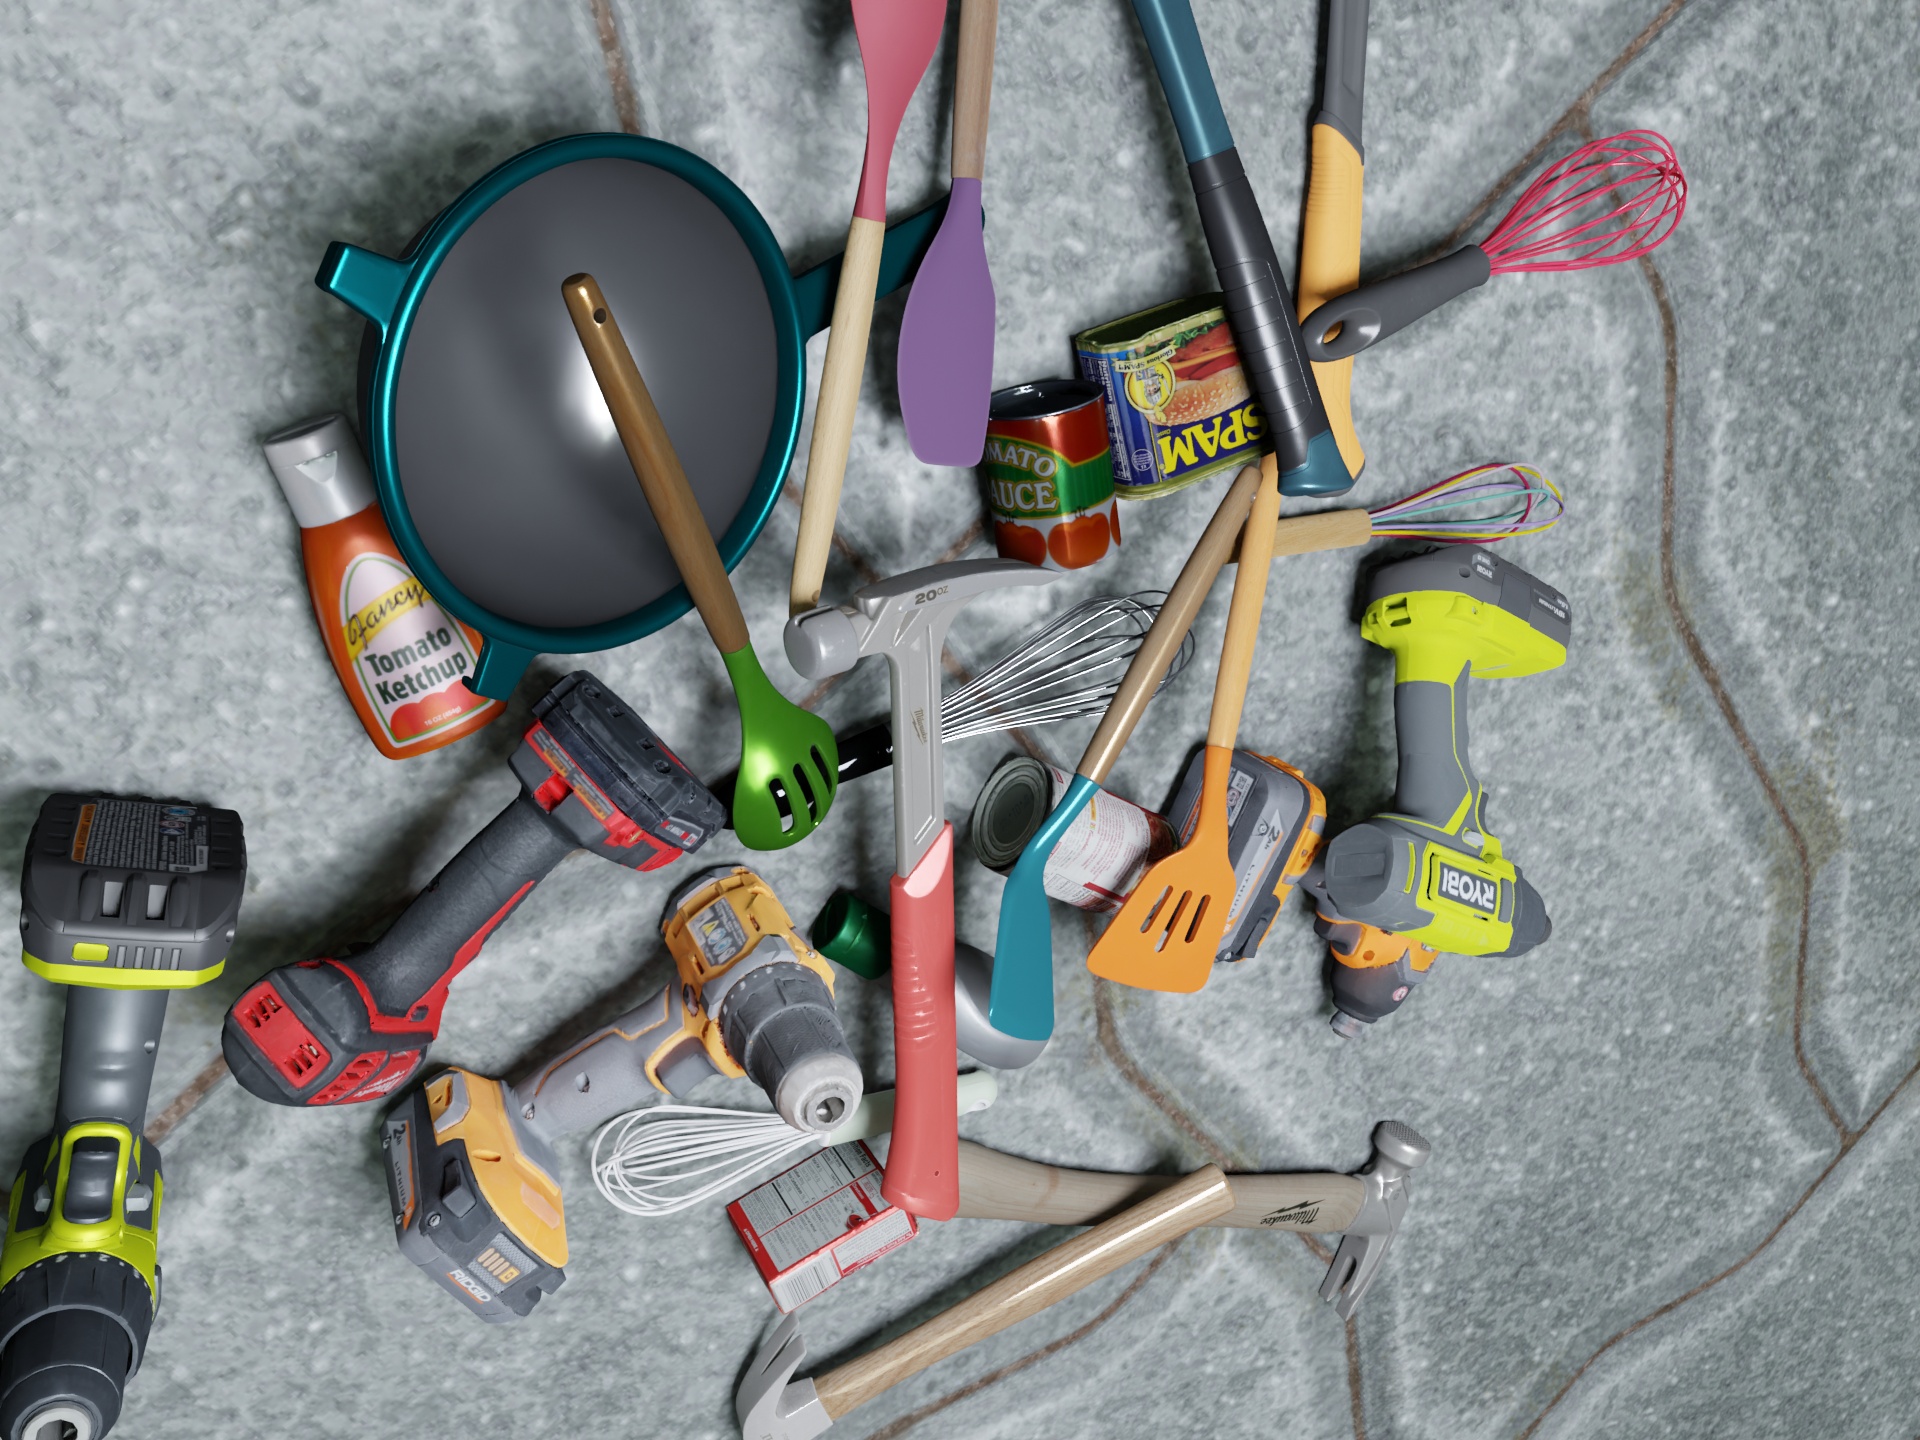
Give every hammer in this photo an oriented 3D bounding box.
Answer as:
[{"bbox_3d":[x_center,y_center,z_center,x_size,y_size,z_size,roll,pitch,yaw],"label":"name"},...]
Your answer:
[{"bbox_3d":[-0.012,0.098,0.814,0.149,0.037,0.358,-18,118,-36],"label":"hammer"},{"bbox_3d":[0.196,-0.285,0.851,0.127,0.034,0.336,-13,114,-25],"label":"hammer"},{"bbox_3d":[0.018,0.358,0.972,0.331,0.031,0.129,-25,124,-9],"label":"hammer"},{"bbox_3d":[0.135,0.325,1.048,0.410,0.038,0.146,12,104,-30],"label":"hammer"},{"bbox_3d":[0.126,-0.262,0.777,0.128,0.033,0.331,-31,108,-32],"label":"hammer"}]

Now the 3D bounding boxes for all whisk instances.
[{"bbox_3d":[0.299,-0.260,0.883,0.296,0.073,0.073,-28,119,-21],"label":"whisk"},{"bbox_3d":[-0.001,-0.004,0.846,0.284,0.070,0.070,-22,117,-14],"label":"whisk"},{"bbox_3d":[0.255,-0.121,0.945,0.245,0.051,0.047,-10,89,-19],"label":"whisk"},{"bbox_3d":[-0.086,0.228,0.895,0.246,0.059,0.057,-5,147,-30],"label":"whisk"}]

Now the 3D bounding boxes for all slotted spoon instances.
[{"bbox_3d":[-0.109,-0.052,0.697,0.070,0.031,0.313,-44,138,-27],"label":"slotted spoon"}]

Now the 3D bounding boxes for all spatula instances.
[{"bbox_3d":[0.142,-0.009,0.881,0.081,0.041,0.323,15,83,-26],"label":"spatula"},{"bbox_3d":[0.003,-0.278,0.738,0.059,0.018,0.316,-2,100,-41],"label":"spatula"},{"bbox_3d":[0.088,0.012,0.821,0.317,0.044,0.082,-62,150,-3],"label":"spatula"}]

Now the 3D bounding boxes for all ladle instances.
[{"bbox_3d":[-0.046,-0.193,0.697,0.069,0.031,0.315,-20,125,-59],"label":"ladle"}]

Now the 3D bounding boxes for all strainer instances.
[{"bbox_3d":[-0.130,-0.173,0.705,0.340,0.095,0.210,-38,136,-34],"label":"strainer"}]

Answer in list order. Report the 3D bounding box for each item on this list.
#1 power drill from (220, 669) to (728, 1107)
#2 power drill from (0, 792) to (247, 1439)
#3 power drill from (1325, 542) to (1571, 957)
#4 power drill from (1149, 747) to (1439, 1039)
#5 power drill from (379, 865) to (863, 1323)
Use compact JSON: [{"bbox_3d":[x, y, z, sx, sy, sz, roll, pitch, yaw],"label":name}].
[{"bbox_3d":[-0.217,0.086,0.726,0.219,0.143,0.078,-43,81,-7],"label":"power drill"},{"bbox_3d":[-0.350,0.159,0.648,0.080,0.191,0.228,8,100,-27],"label":"power drill"},{"bbox_3d":[0.296,0.024,0.938,0.171,0.080,0.223,20,72,-34],"label":"power drill"},{"bbox_3d":[0.220,0.113,0.988,0.226,0.084,0.164,17,100,-35],"label":"power drill"},{"bbox_3d":[-0.156,0.184,0.760,0.226,0.186,0.084,-37,123,-7],"label":"power drill"}]
